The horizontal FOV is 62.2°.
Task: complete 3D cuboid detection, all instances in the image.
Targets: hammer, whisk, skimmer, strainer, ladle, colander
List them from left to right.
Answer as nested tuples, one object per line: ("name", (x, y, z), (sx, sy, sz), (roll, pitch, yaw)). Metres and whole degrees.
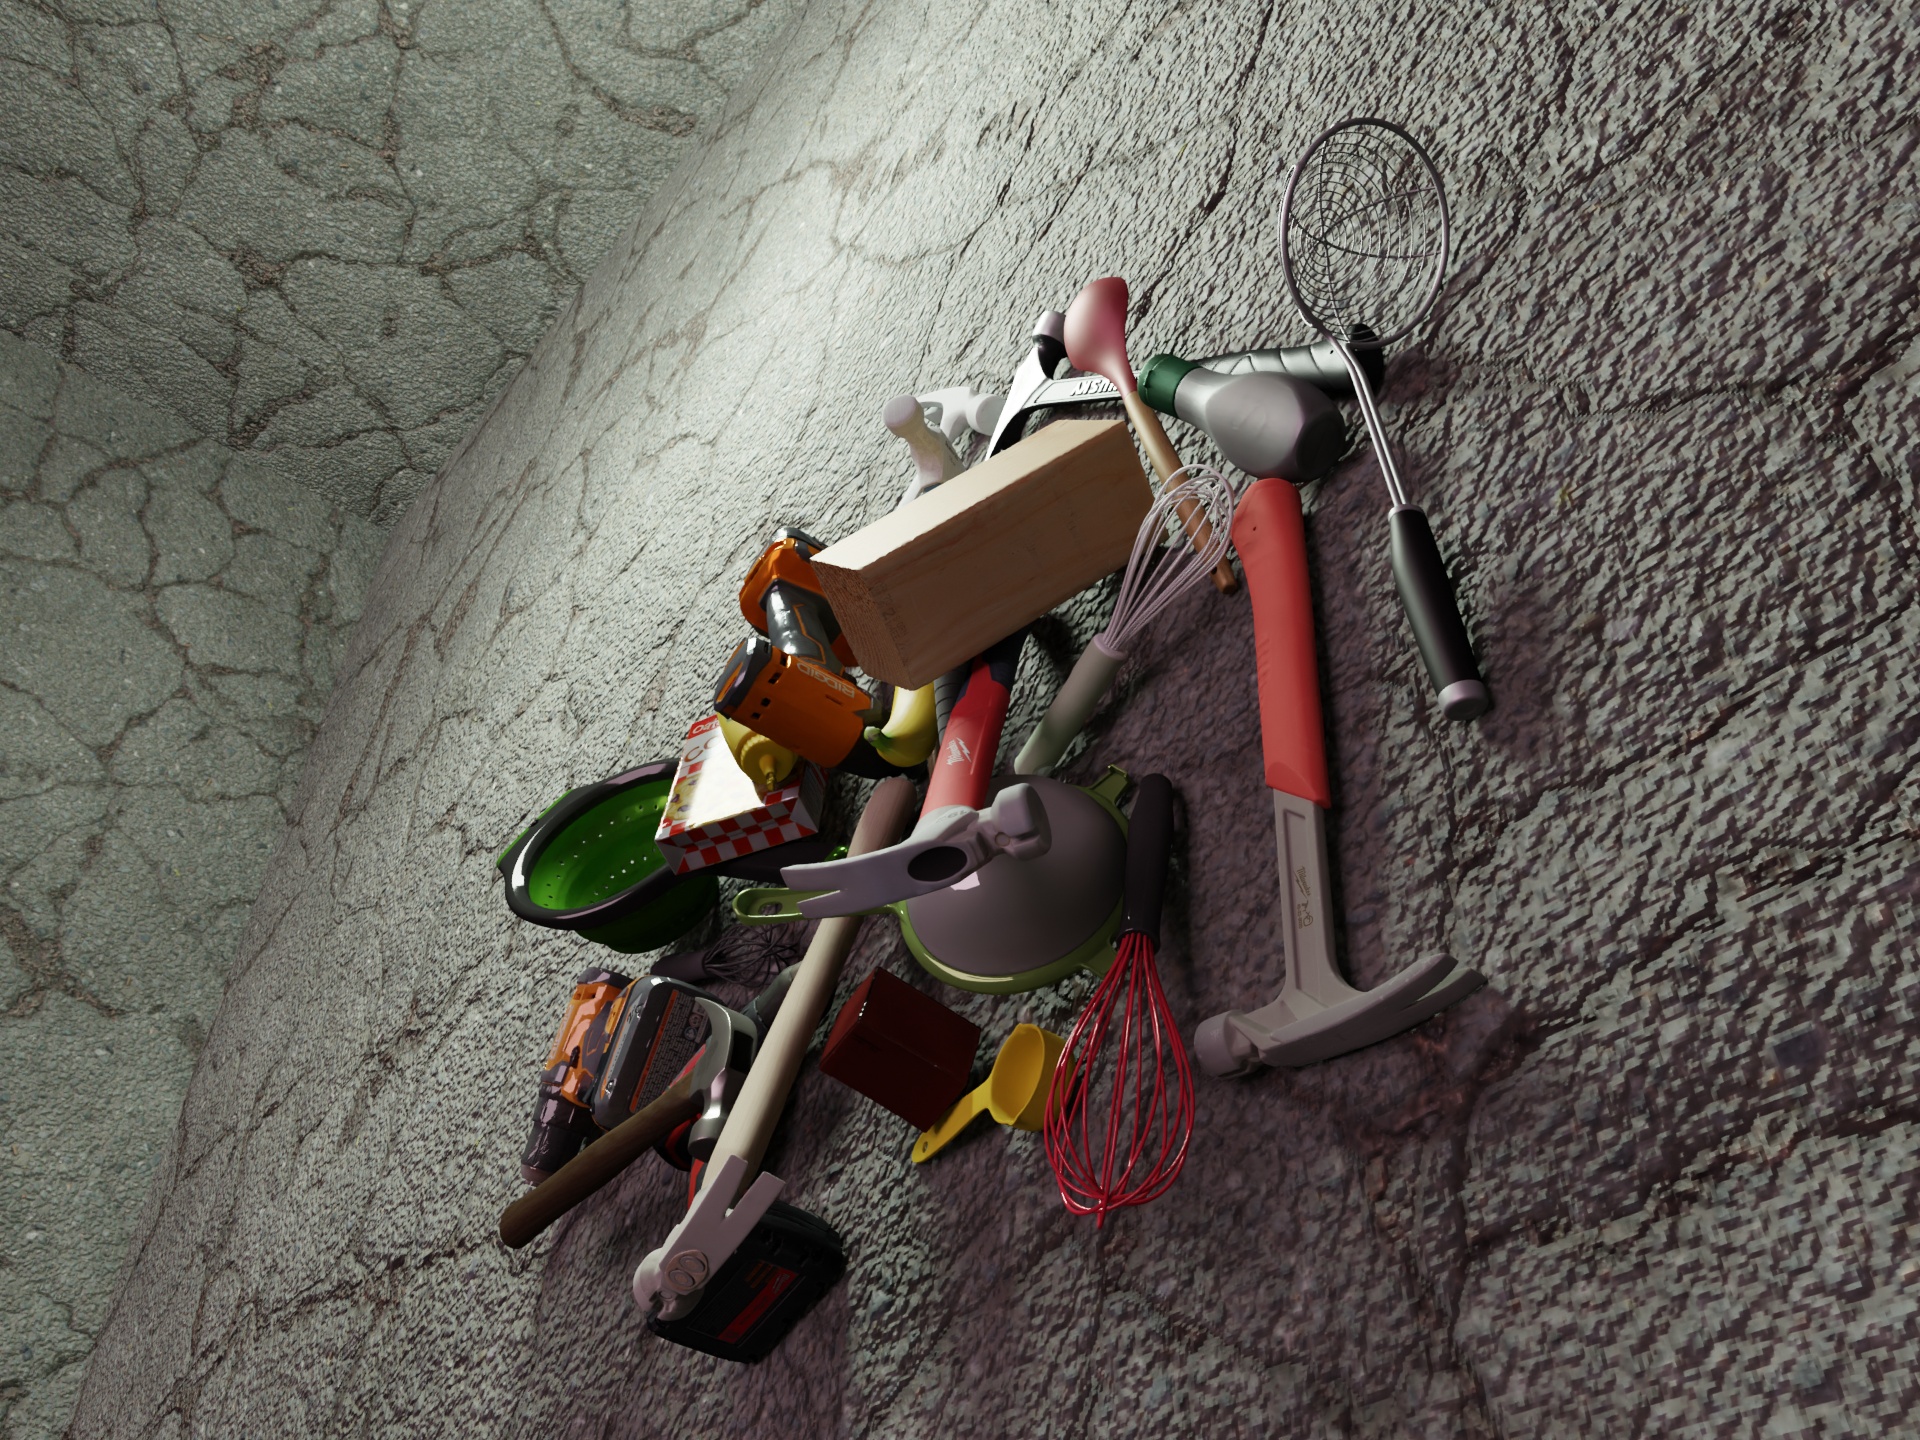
("hammer", (-0.237, 0.296, 1.108), (0.331, 0.031, 0.130), (-41, 29, 37))
("colander", (-0.208, 0.132, 1.294), (0.397, 0.094, 0.204), (2, 40, 39))
("whisk", (-0.195, 0.190, 1.261), (0.239, 0.055, 0.055), (-21, 47, 55))
("hammer", (-0.089, 0.164, 0.991), (0.146, 0.038, 0.411), (-55, 8, 38))
("hammer", (-0.094, -0.110, 1.379), (0.405, 0.035, 0.144), (-59, 29, 2))
("strainer", (-0.024, 0.085, 0.934), (0.256, 0.069, 0.152), (-8, 46, 16))
("hammer", (-0.009, -0.069, 1.134), (0.033, 0.128, 0.331), (-16, 59, 20))
("hammer", (-0.002, -0.003, 0.983), (0.143, 0.038, 0.386), (-18, 21, 16))
("whisk", (0.096, -0.052, 0.983), (0.059, 0.057, 0.246), (52, 127, 31))
("whisk", (0.091, 0.129, 0.821), (0.073, 0.073, 0.296), (-38, 23, 35))
("ladle", (0.125, -0.197, 1.065), (0.069, 0.031, 0.316), (-50, 42, 34))
("hammer", (0.143, -0.235, 1.118), (0.409, 0.036, 0.149), (15, 78, 60))
("hammer", (0.183, 0.005, 0.838), (0.149, 0.036, 0.359), (-33, 39, 39))
("skimmer", (0.244, -0.171, 0.845), (0.090, 0.127, 0.364), (-42, 42, 42))

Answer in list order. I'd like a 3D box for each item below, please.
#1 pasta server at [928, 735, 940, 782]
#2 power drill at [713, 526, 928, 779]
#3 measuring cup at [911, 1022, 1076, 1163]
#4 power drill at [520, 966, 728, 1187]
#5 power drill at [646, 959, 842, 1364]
("pasta server", (-0.023, -0.044, 1.205), (0.060, 0.040, 0.317), (-17, 45, 13))
("power drill", (-0.099, -0.044, 1.216), (0.084, 0.164, 0.227), (-52, 21, 26))
("measuring cup", (0.018, 0.227, 0.920), (0.156, 0.029, 0.062), (-49, 26, 44))
("power drill", (-0.281, 0.290, 1.272), (0.226, 0.084, 0.185), (-15, 52, 58))
("power drill", (-0.137, 0.281, 1.058), (0.188, 0.080, 0.227), (-50, 27, 18))
